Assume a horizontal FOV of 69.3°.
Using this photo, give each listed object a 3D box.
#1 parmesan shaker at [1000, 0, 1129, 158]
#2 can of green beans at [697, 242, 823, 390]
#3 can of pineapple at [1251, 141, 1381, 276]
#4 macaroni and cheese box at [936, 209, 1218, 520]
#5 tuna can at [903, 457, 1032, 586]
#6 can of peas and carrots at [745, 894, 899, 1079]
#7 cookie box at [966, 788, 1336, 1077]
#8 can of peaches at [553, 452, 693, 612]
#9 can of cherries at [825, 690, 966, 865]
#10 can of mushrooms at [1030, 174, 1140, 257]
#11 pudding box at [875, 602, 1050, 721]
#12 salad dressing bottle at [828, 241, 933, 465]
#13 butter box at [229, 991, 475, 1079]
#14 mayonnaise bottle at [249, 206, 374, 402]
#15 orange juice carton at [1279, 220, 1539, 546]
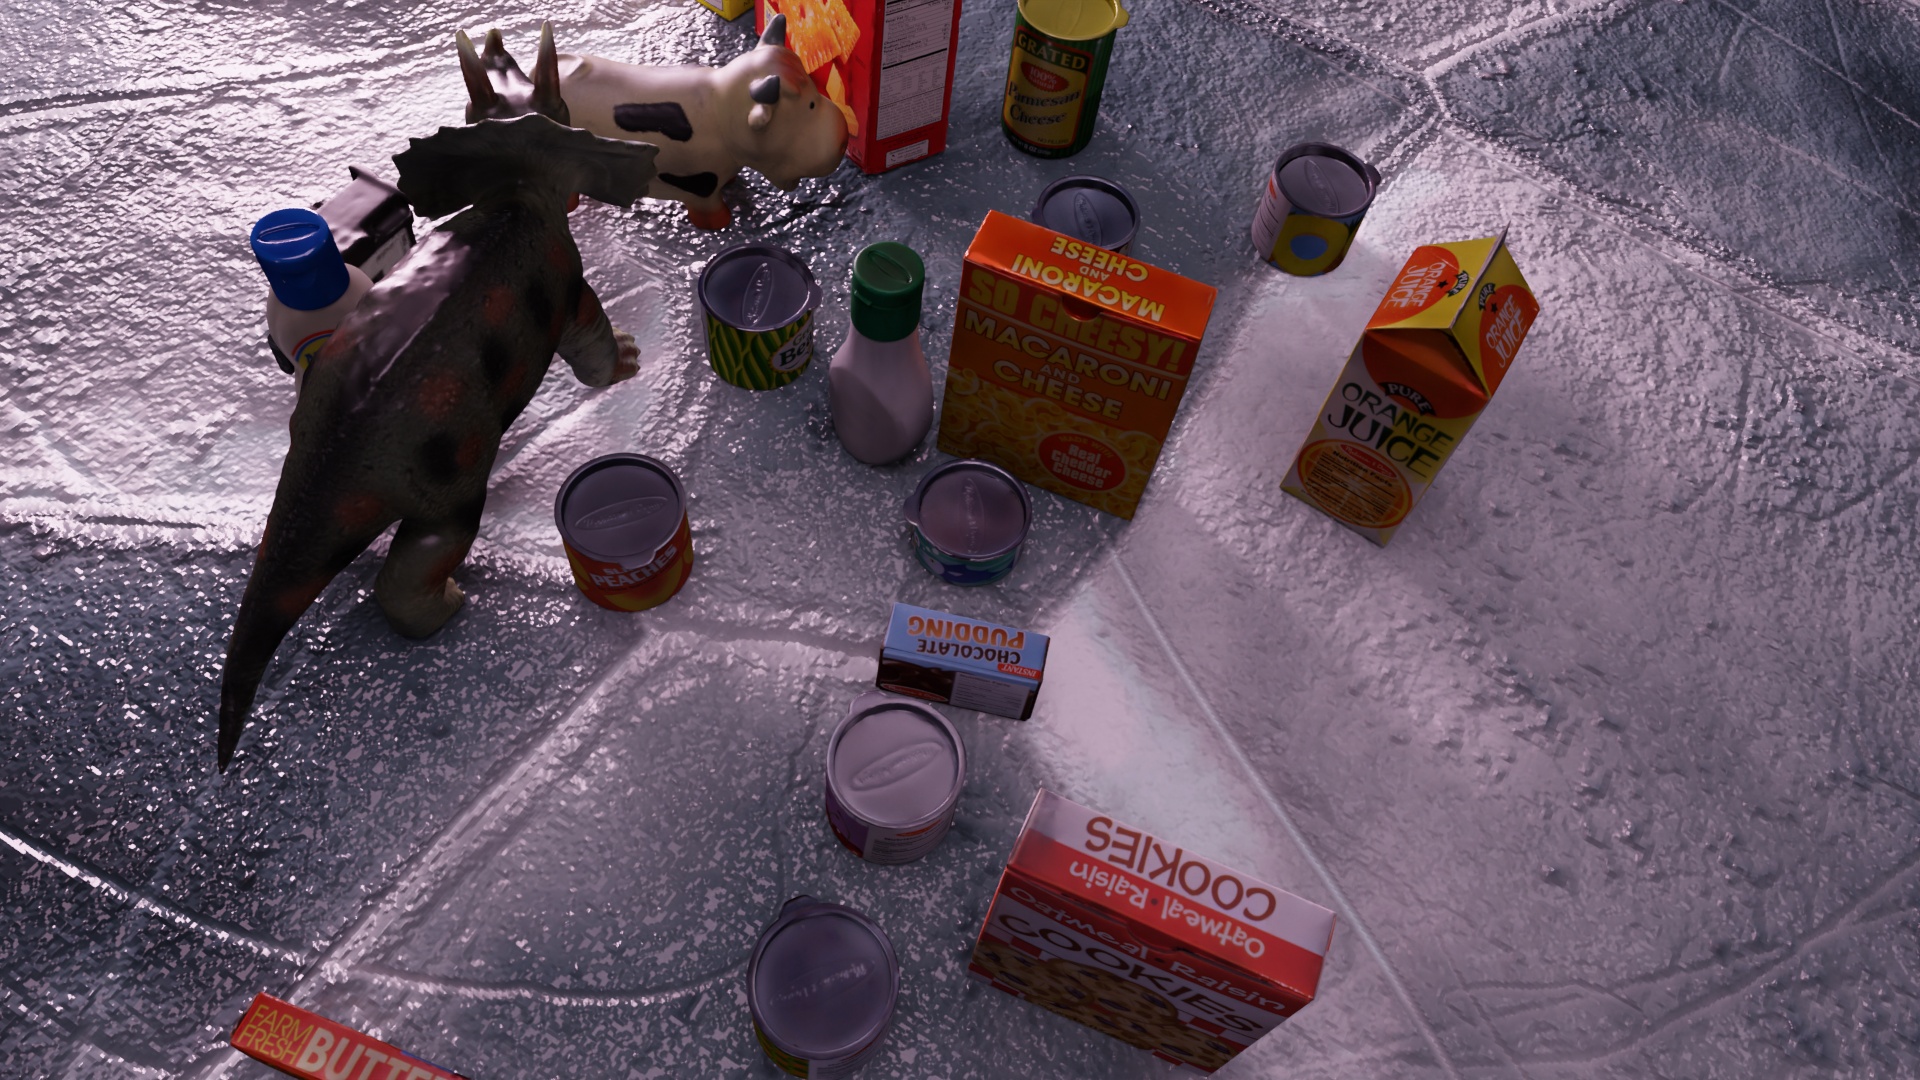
[{"bbox_3d":[0.067,-0.310,0.916,0.071,0.102,0.071,3,59,-4],"label":"parmesan shaker"},{"bbox_3d":[-0.119,-0.131,0.815,0.071,0.057,0.071,3,59,-4],"label":"can of green beans"},{"bbox_3d":[0.230,-0.214,0.902,0.071,0.057,0.071,3,59,-4],"label":"can of pineapple"},{"bbox_3d":[0.056,-0.087,0.745,0.124,0.165,0.040,21,60,6],"label":"macaroni and cheese box"},{"bbox_3d":[0.003,-0.010,0.770,0.071,0.032,0.071,3,59,-4],"label":"tuna can"},{"bbox_3d":[-0.063,0.201,0.622,0.071,0.058,0.071,3,59,-4],"label":"can of peas and carrots"},{"bbox_3d":[0.072,0.173,0.590,0.123,0.166,0.040,22,60,7],"label":"cookie box"},{"bbox_3d":[-0.175,-0.001,0.731,0.071,0.057,0.071,3,59,-4],"label":"can of peaches"},{"bbox_3d":[-0.033,0.115,0.677,0.071,0.058,0.072,3,59,-4],"label":"can of cherries"},{"bbox_3d":[0.078,-0.200,0.891,0.071,0.033,0.071,3,59,-4],"label":"can of mushrooms"},{"bbox_3d":[0.000,0.063,0.717,0.084,0.049,0.030,12,59,1],"label":"pudding box"},{"bbox_3d":[-0.042,-0.098,0.752,0.064,0.147,0.044,40,63,16],"label":"salad dressing bottle"},{"bbox_3d":[-0.252,0.226,0.590,0.103,0.053,0.024,20,60,6],"label":"butter box"},{"bbox_3d":[-0.329,-0.110,0.727,0.065,0.147,0.041,-14,62,-14],"label":"mayonnaise bottle"},{"bbox_3d":[0.244,-0.085,0.748,0.073,0.191,0.072,32,61,12],"label":"orange juice carton"}]
